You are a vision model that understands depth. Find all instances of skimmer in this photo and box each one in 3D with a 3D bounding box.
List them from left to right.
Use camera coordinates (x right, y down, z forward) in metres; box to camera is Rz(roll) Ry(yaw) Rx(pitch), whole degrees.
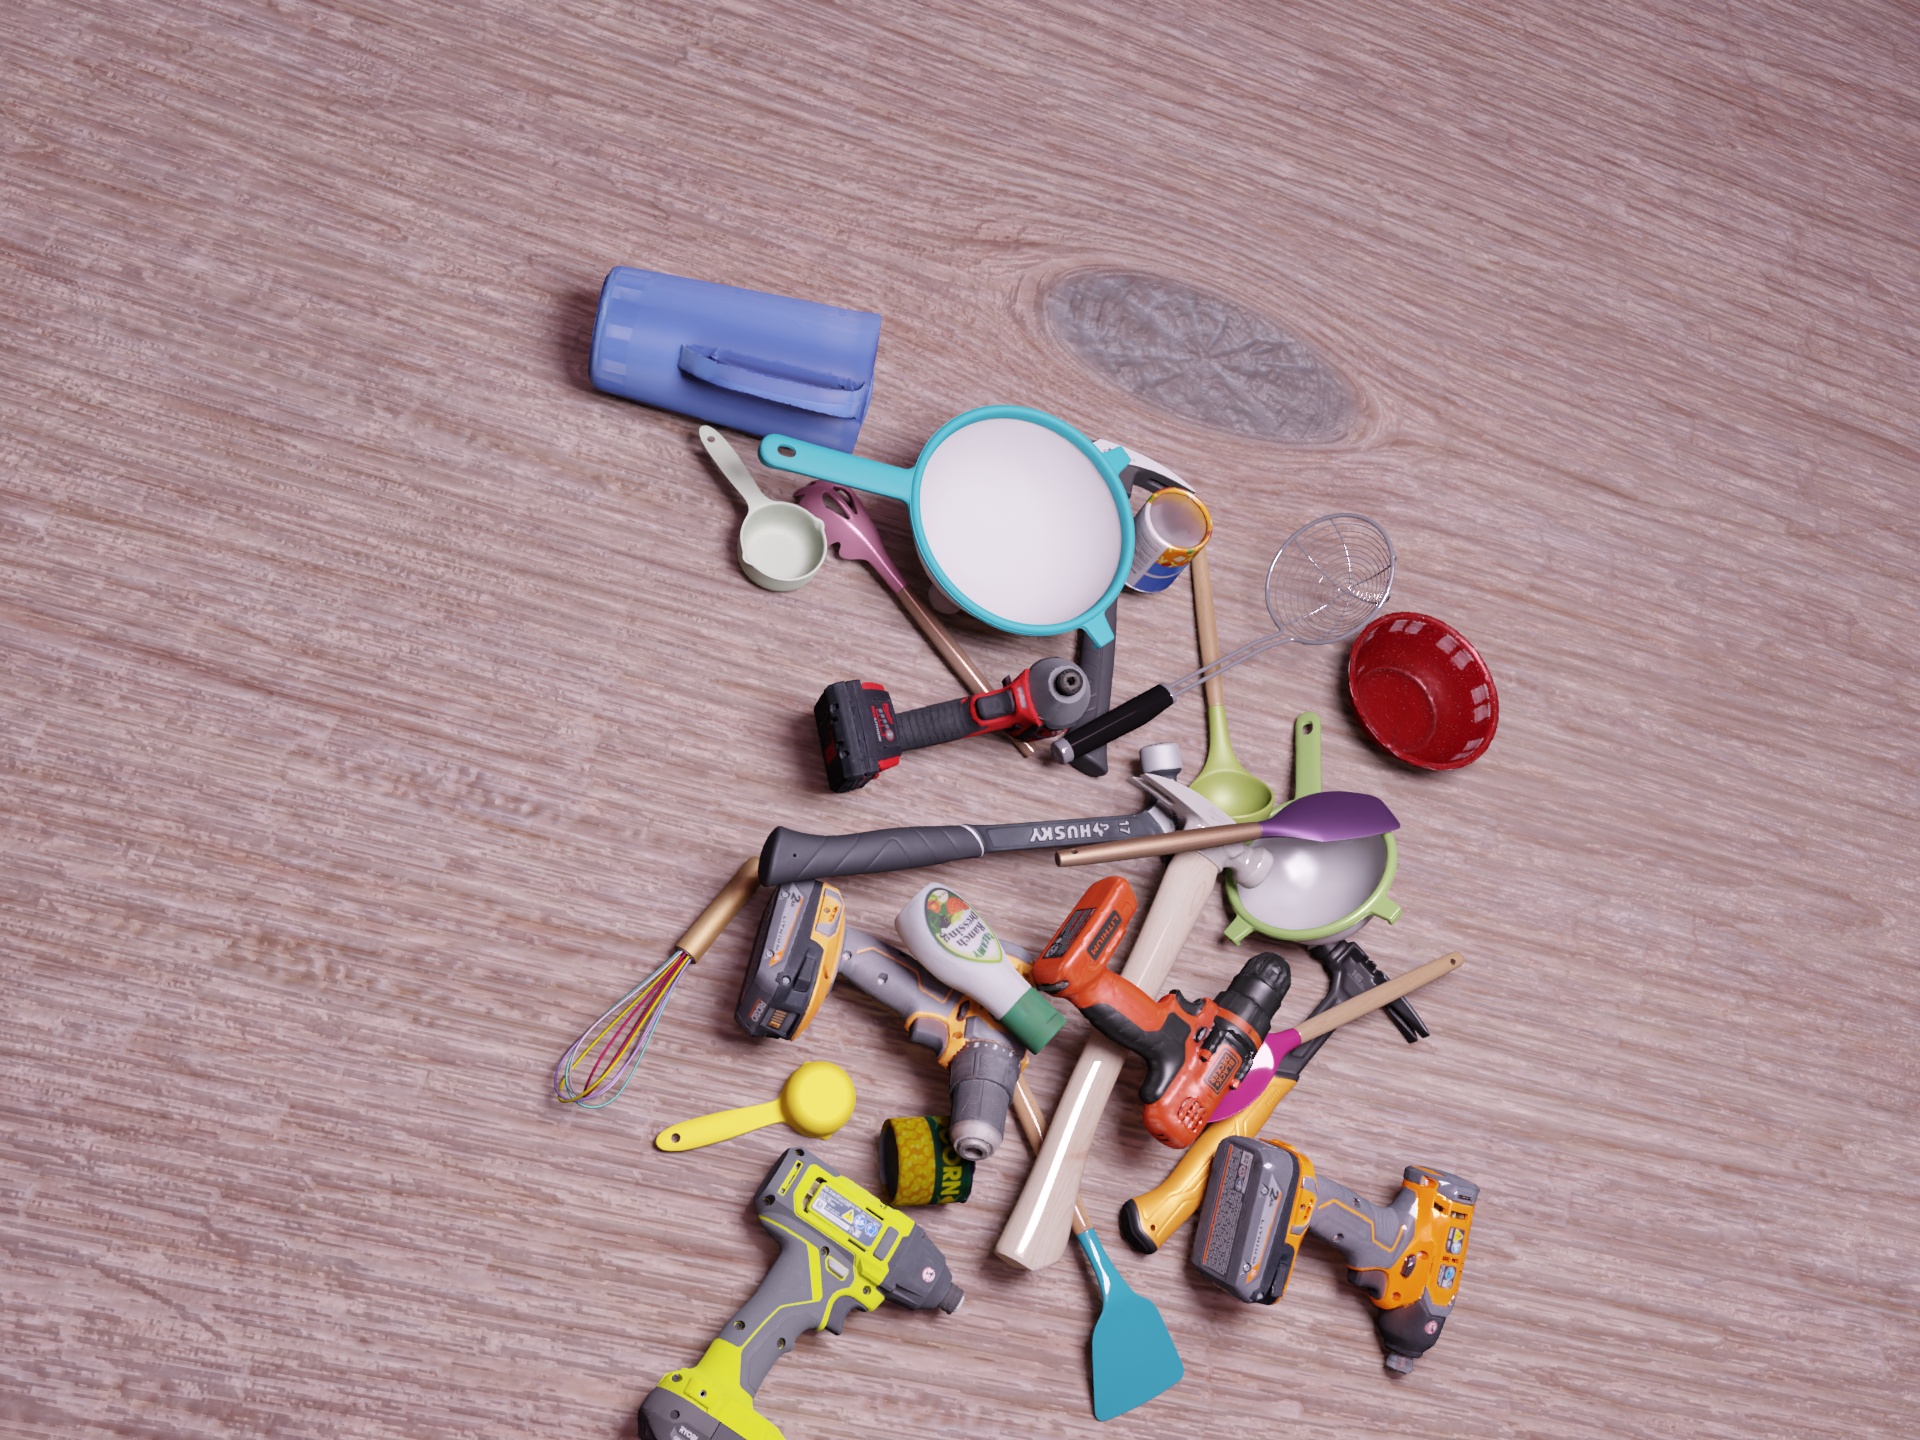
[{"bbox_3d":[0.230,-0.072,1.409,0.363,0.090,0.127,-27,45,-21],"label":"skimmer"}]

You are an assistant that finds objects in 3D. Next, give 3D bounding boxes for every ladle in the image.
[{"bbox_3d":[0.234,-0.041,1.462,0.078,0.062,0.320,-3,66,1],"label":"ladle"}]

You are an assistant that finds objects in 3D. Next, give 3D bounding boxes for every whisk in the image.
[{"bbox_3d":[-0.222,0.197,1.219,0.051,0.047,0.245,38,59,1],"label":"whisk"}]

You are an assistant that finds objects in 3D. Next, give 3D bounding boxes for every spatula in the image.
[{"bbox_3d":[0.081,0.382,1.257,0.082,0.044,0.318,-18,71,-23],"label":"spatula"},{"bbox_3d":[0.223,0.093,1.319,0.316,0.018,0.060,-7,41,-21],"label":"spatula"}]

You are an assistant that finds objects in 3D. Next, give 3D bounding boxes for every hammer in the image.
[{"bbox_3d":[0.025,0.101,1.292,0.408,0.036,0.149,-3,81,-32],"label":"hammer"},{"bbox_3d":[0.136,-0.106,1.466,0.146,0.035,0.335,13,65,-13],"label":"hammer"},{"bbox_3d":[0.121,0.237,1.274,0.146,0.038,0.411,36,64,-15],"label":"hammer"},{"bbox_3d":[0.257,0.322,1.333,0.337,0.034,0.127,-40,84,-27],"label":"hammer"}]

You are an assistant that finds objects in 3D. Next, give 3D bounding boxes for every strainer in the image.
[{"bbox_3d":[-0.019,-0.177,1.384,0.340,0.095,0.211,13,71,-17],"label":"strainer"},{"bbox_3d":[0.320,0.105,1.427,0.069,0.151,0.257,57,31,-39],"label":"strainer"}]

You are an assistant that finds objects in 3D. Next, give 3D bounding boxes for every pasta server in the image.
[{"bbox_3d":[-0.037,-0.092,1.409,0.060,0.040,0.316,-38,88,-27],"label":"pasta server"}]

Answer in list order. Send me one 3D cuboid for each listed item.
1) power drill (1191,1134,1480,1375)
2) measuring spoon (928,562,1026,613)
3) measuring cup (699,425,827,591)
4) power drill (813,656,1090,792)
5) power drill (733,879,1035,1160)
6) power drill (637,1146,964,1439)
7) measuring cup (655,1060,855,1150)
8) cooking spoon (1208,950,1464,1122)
[{"bbox_3d":[0.303,0.426,1.267,0.226,0.084,0.164,17,82,-21],"label":"power drill"},{"bbox_3d":[0.027,-0.129,1.448,0.124,0.018,0.034,-22,77,-26],"label":"measuring spoon"},{"bbox_3d":[-0.183,-0.185,1.391,0.083,0.038,0.168,-30,79,-26],"label":"measuring cup"},{"bbox_3d":[-0.002,-0.004,1.307,0.219,0.143,0.078,-11,83,-13],"label":"power drill"},{"bbox_3d":[-0.053,0.227,1.216,0.226,0.084,0.186,21,42,-10],"label":"power drill"},{"bbox_3d":[-0.110,0.444,1.138,0.171,0.080,0.223,35,59,-2],"label":"power drill"},{"bbox_3d":[-0.153,0.299,1.206,0.156,0.029,0.062,-10,72,-24],"label":"measuring cup"},{"bbox_3d":[0.304,0.258,1.345,0.319,0.017,0.069,-19,74,-23],"label":"cooking spoon"}]
